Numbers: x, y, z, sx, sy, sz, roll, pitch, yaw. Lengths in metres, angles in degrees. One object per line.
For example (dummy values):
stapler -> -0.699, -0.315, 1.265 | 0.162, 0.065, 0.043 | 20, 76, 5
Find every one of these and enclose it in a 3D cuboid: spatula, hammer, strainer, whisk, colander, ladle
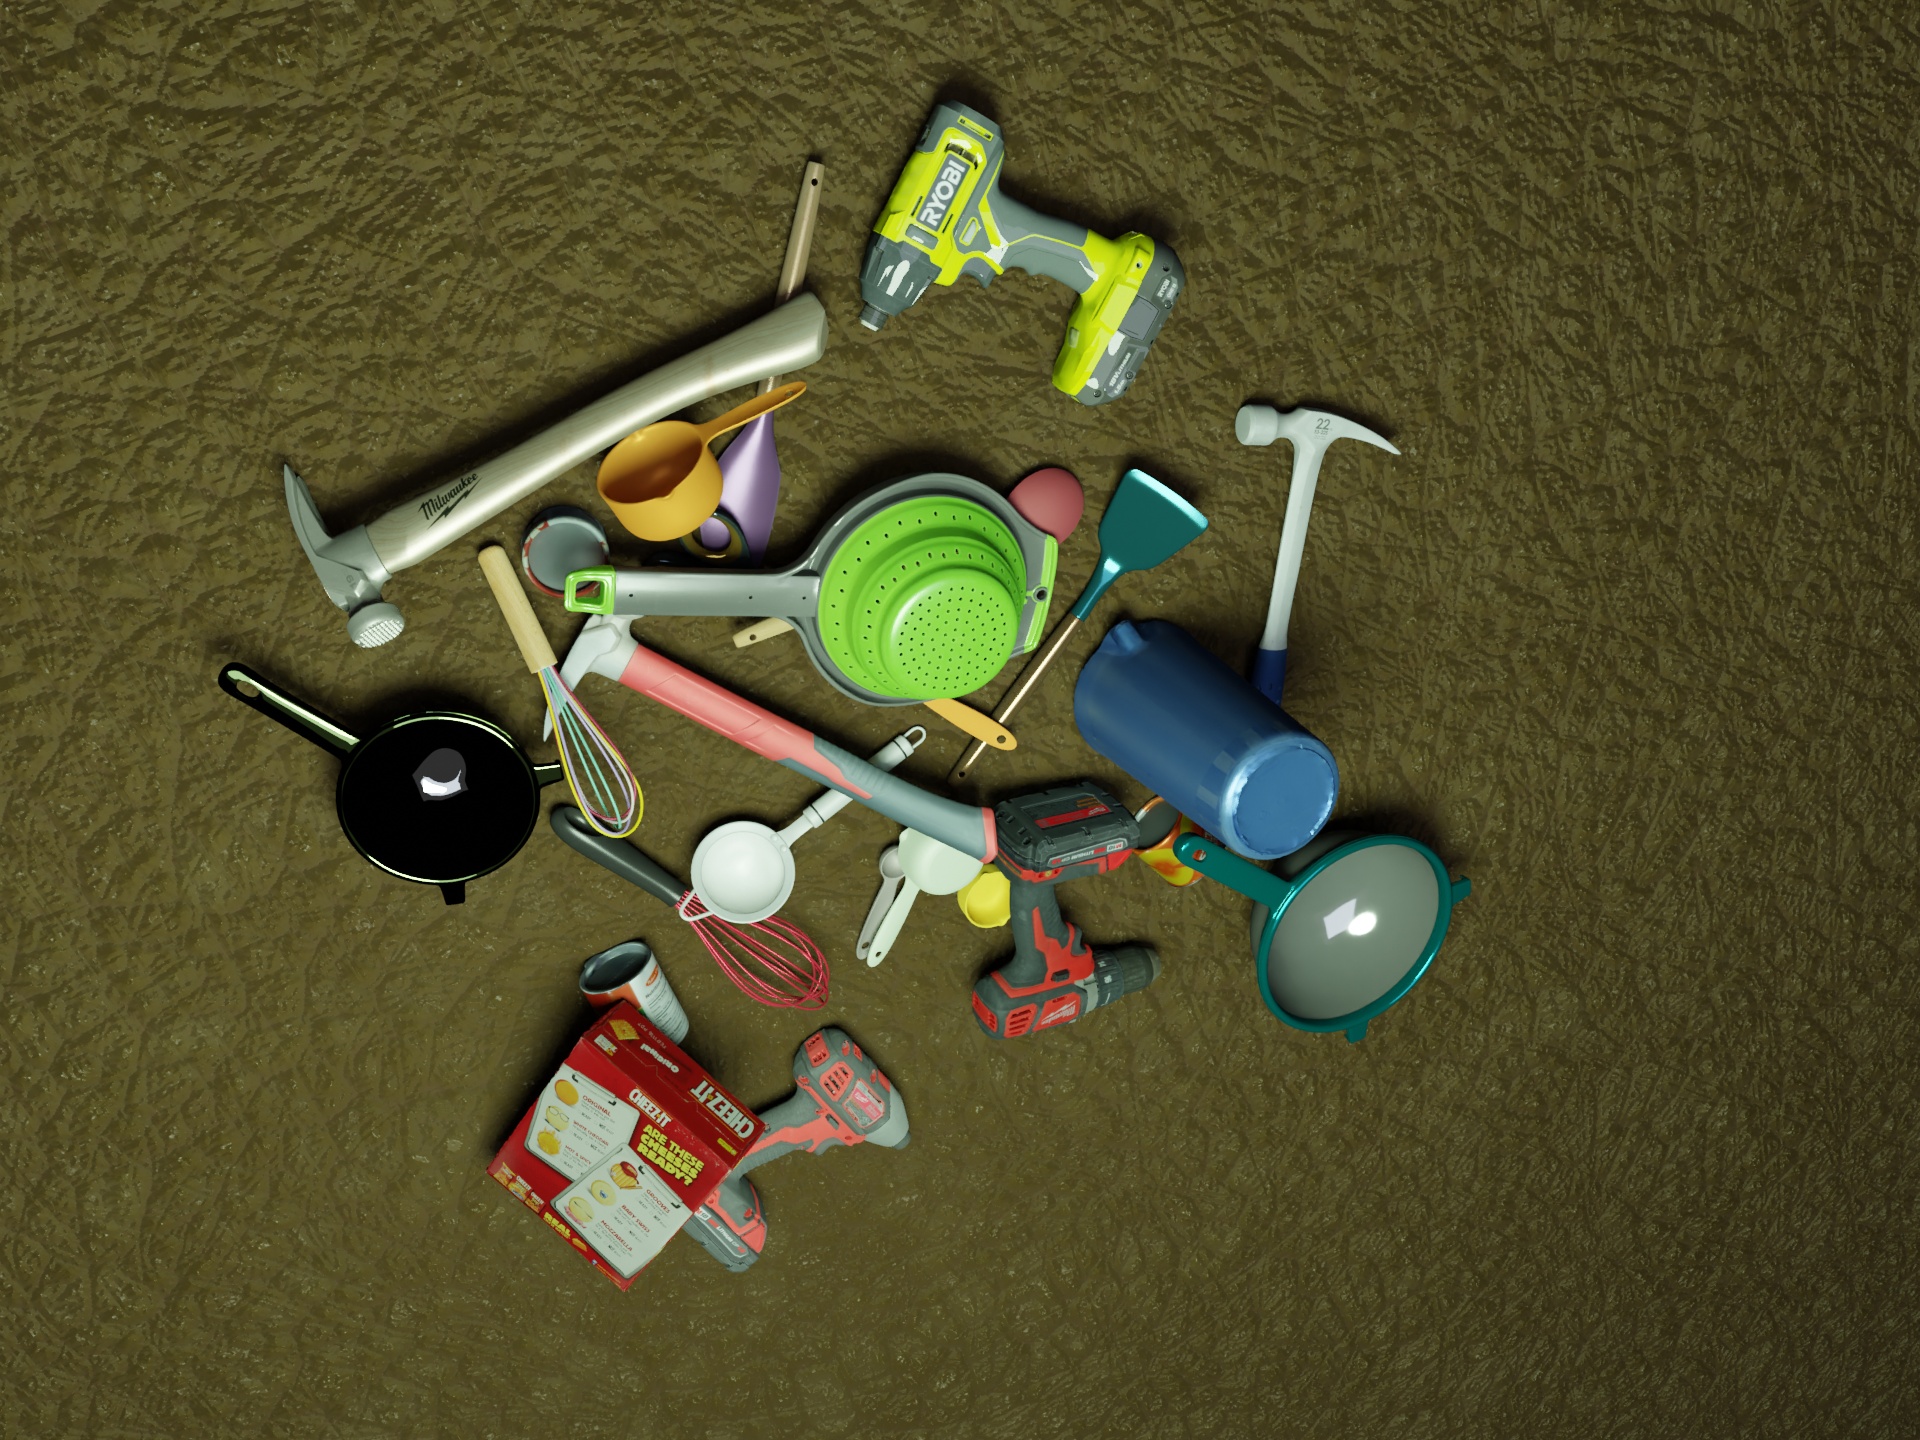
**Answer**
spatula -> -0.147, -0.267, 1.219 | 0.059, 0.018, 0.315 | 9, 110, -20
hammer -> -0.286, -0.213, 1.162 | 0.410, 0.038, 0.146 | -30, 77, -7
strainer -> -0.130, 0.088, 1.350 | 0.258, 0.050, 0.087 | -38, 83, -10
whisk -> -0.310, -0.022, 1.231 | 0.047, 0.051, 0.245 | -25, 95, -10
colander -> -0.096, -0.082, 1.218 | 0.397, 0.095, 0.204 | -1, 119, -21
hammer -> -0.144, 0.034, 1.304 | 0.386, 0.038, 0.143 | 28, 104, -14
strainer -> -0.447, 0.022, 1.228 | 0.256, 0.069, 0.151 | 36, 102, -25
strainer -> 0.302, 0.157, 1.469 | 0.340, 0.095, 0.211 | 27, 101, -31
whisk -> -0.225, 0.160, 1.356 | 0.295, 0.073, 0.073 | 38, 98, -20
ladle -> -0.038, -0.125, 1.294 | 0.315, 0.031, 0.069 | -23, 120, -8
hammer -> 0.285, -0.075, 1.411 | 0.144, 0.035, 0.405 | 0, 112, -15
spatula -> 0.083, -0.067, 1.354 | 0.082, 0.044, 0.317 | 34, 102, -10

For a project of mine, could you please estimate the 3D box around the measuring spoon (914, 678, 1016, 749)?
measuring spoon -> -0.002, -0.004, 1.359 | 0.117, 0.011, 0.021 | 29, 107, -10

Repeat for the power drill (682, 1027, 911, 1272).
power drill -> -0.155, 0.396, 1.467 | 0.219, 0.079, 0.143 | -38, 117, -1

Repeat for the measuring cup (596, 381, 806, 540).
measuring cup -> -0.186, -0.197, 1.199 | 0.173, 0.095, 0.052 | -28, 138, -4

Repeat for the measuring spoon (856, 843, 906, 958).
measuring spoon -> -0.073, 0.161, 1.425 | 0.034, 0.018, 0.124 | 4, 119, -34

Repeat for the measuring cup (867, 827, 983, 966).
measuring cup -> -0.034, 0.156, 1.404 | 0.083, 0.038, 0.167 | 19, 105, -39

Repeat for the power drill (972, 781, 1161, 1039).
power drill -> 0.105, 0.174, 1.427 | 0.188, 0.080, 0.226 | -11, 120, -26

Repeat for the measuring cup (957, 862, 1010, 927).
measuring cup -> 0.065, 0.132, 1.448 | 0.156, 0.029, 0.062 | -30, 123, -15

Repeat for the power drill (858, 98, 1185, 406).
power drill -> 0.041, -0.339, 1.212 | 0.223, 0.080, 0.171 | 24, 103, -19
